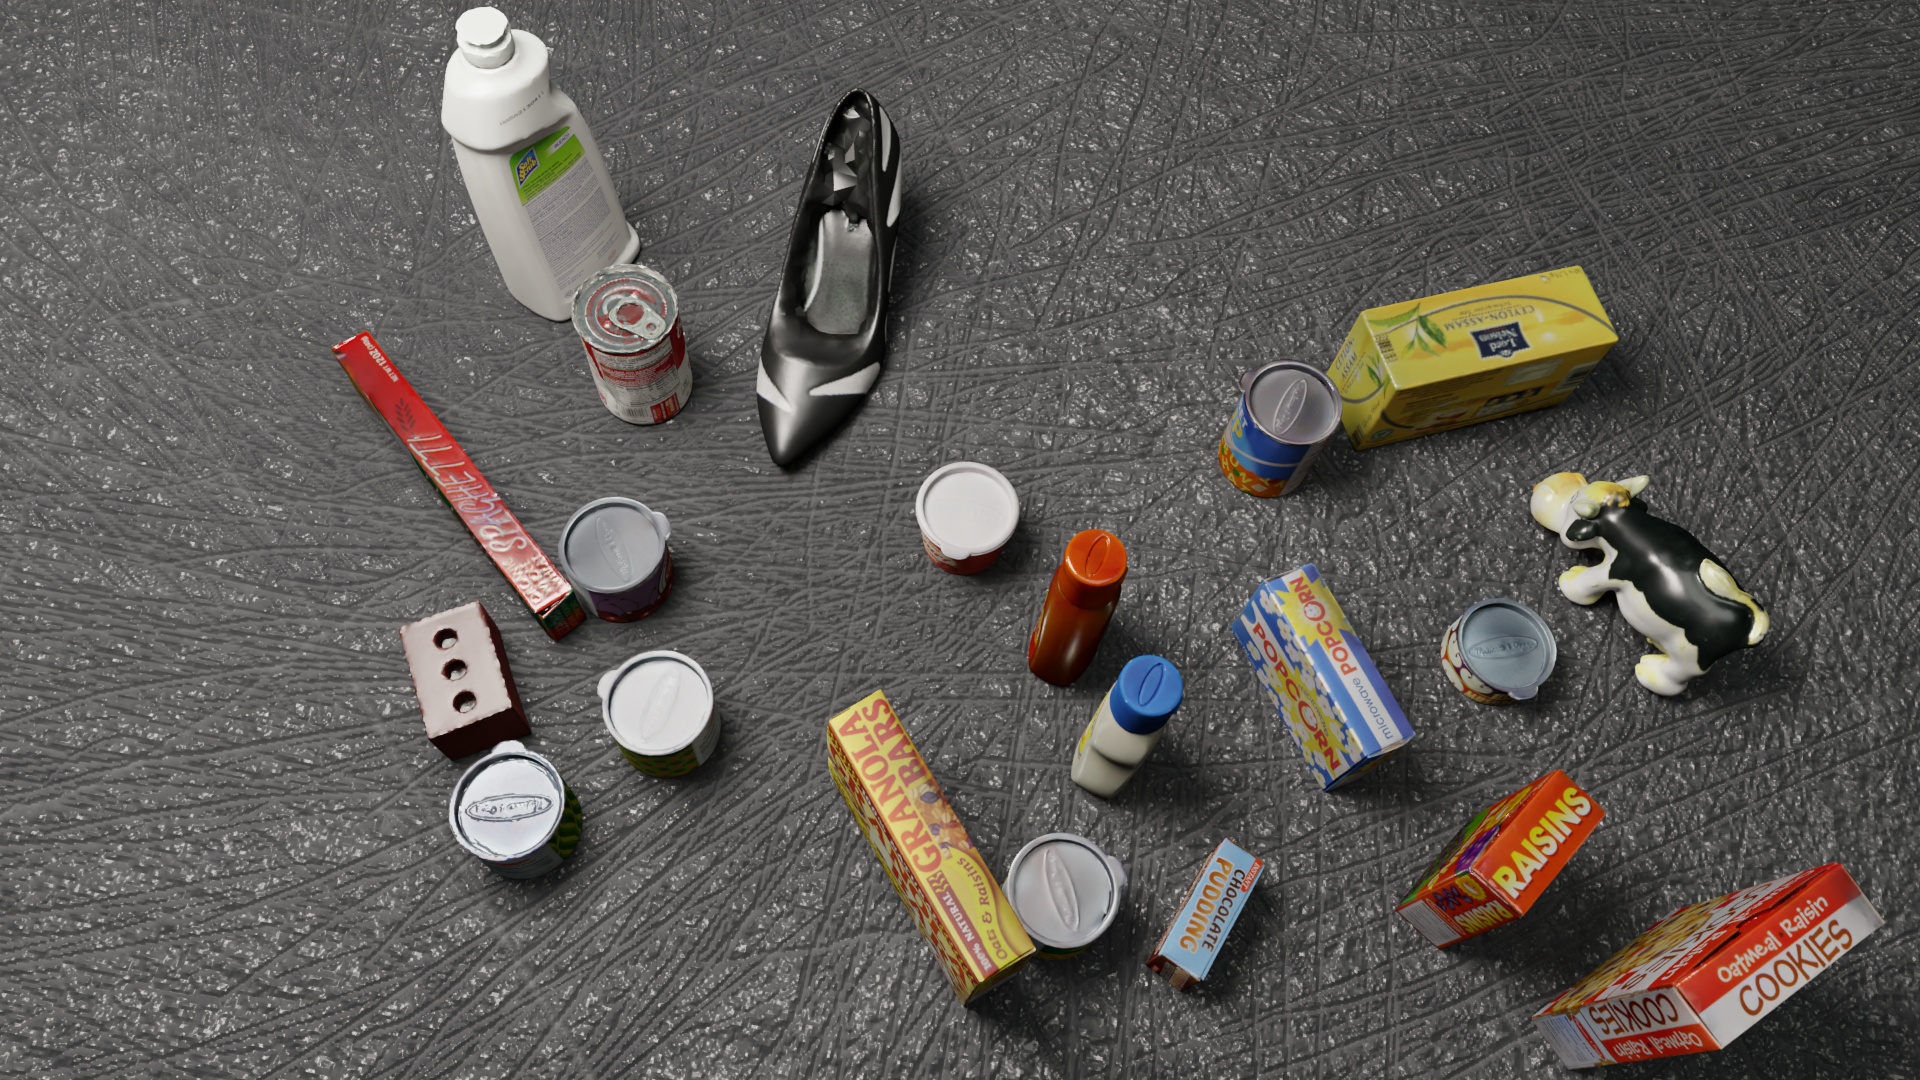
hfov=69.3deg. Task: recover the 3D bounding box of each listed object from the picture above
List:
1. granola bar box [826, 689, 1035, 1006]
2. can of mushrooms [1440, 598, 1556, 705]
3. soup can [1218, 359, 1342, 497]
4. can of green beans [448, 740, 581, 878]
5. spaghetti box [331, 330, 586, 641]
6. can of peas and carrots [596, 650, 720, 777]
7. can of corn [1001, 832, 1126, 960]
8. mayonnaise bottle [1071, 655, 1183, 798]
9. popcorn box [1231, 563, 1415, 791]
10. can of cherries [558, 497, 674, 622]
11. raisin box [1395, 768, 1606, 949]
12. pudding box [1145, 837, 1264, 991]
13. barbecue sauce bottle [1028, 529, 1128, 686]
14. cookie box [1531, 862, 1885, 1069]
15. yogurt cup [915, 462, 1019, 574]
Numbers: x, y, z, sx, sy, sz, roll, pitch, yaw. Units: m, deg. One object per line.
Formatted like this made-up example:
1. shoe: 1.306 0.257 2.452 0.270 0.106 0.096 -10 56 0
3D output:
1. granola bar box: -0.022 0.181 0.803 0.039 0.123 0.166 -28 71 -15
2. can of mushrooms: 0.359 0.077 0.929 0.071 0.033 0.071 2 65 -4
3. soup can: 0.217 -0.077 0.961 0.071 0.083 0.071 2 66 -3
4. can of green beans: -0.264 0.164 0.829 0.071 0.057 0.071 2 66 -3
5. spaghetti box: -0.333 -0.037 0.920 0.029 0.050 0.250 -37 73 -18
6. can of peas and carrots: -0.186 0.108 0.860 0.071 0.058 0.071 2 66 -3
7. can of corn: 0.060 0.213 0.831 0.071 0.058 0.071 2 66 -3
8. mayonnaise bottle: 0.101 0.109 0.832 0.041 0.147 0.065 26 67 8
9. popcorn box: 0.228 0.088 0.885 0.038 0.085 0.127 -22 69 -13
10. can of cherries: -0.219 0.013 0.901 0.071 0.058 0.072 2 66 -3
11. raisin box: 0.317 0.191 0.824 0.086 0.123 0.040 -40 74 -19
12. pudding box: 0.148 0.225 0.836 0.030 0.049 0.084 32 67 10
13. barbecue sauce bottle: 0.074 0.039 0.862 0.044 0.148 0.065 23 66 6
14. cookie box: 0.414 0.243 0.783 0.123 0.166 0.040 -28 71 -16
15. yogurt cup: 0.003 -0.012 0.931 0.072 0.053 0.072 2 66 -3
